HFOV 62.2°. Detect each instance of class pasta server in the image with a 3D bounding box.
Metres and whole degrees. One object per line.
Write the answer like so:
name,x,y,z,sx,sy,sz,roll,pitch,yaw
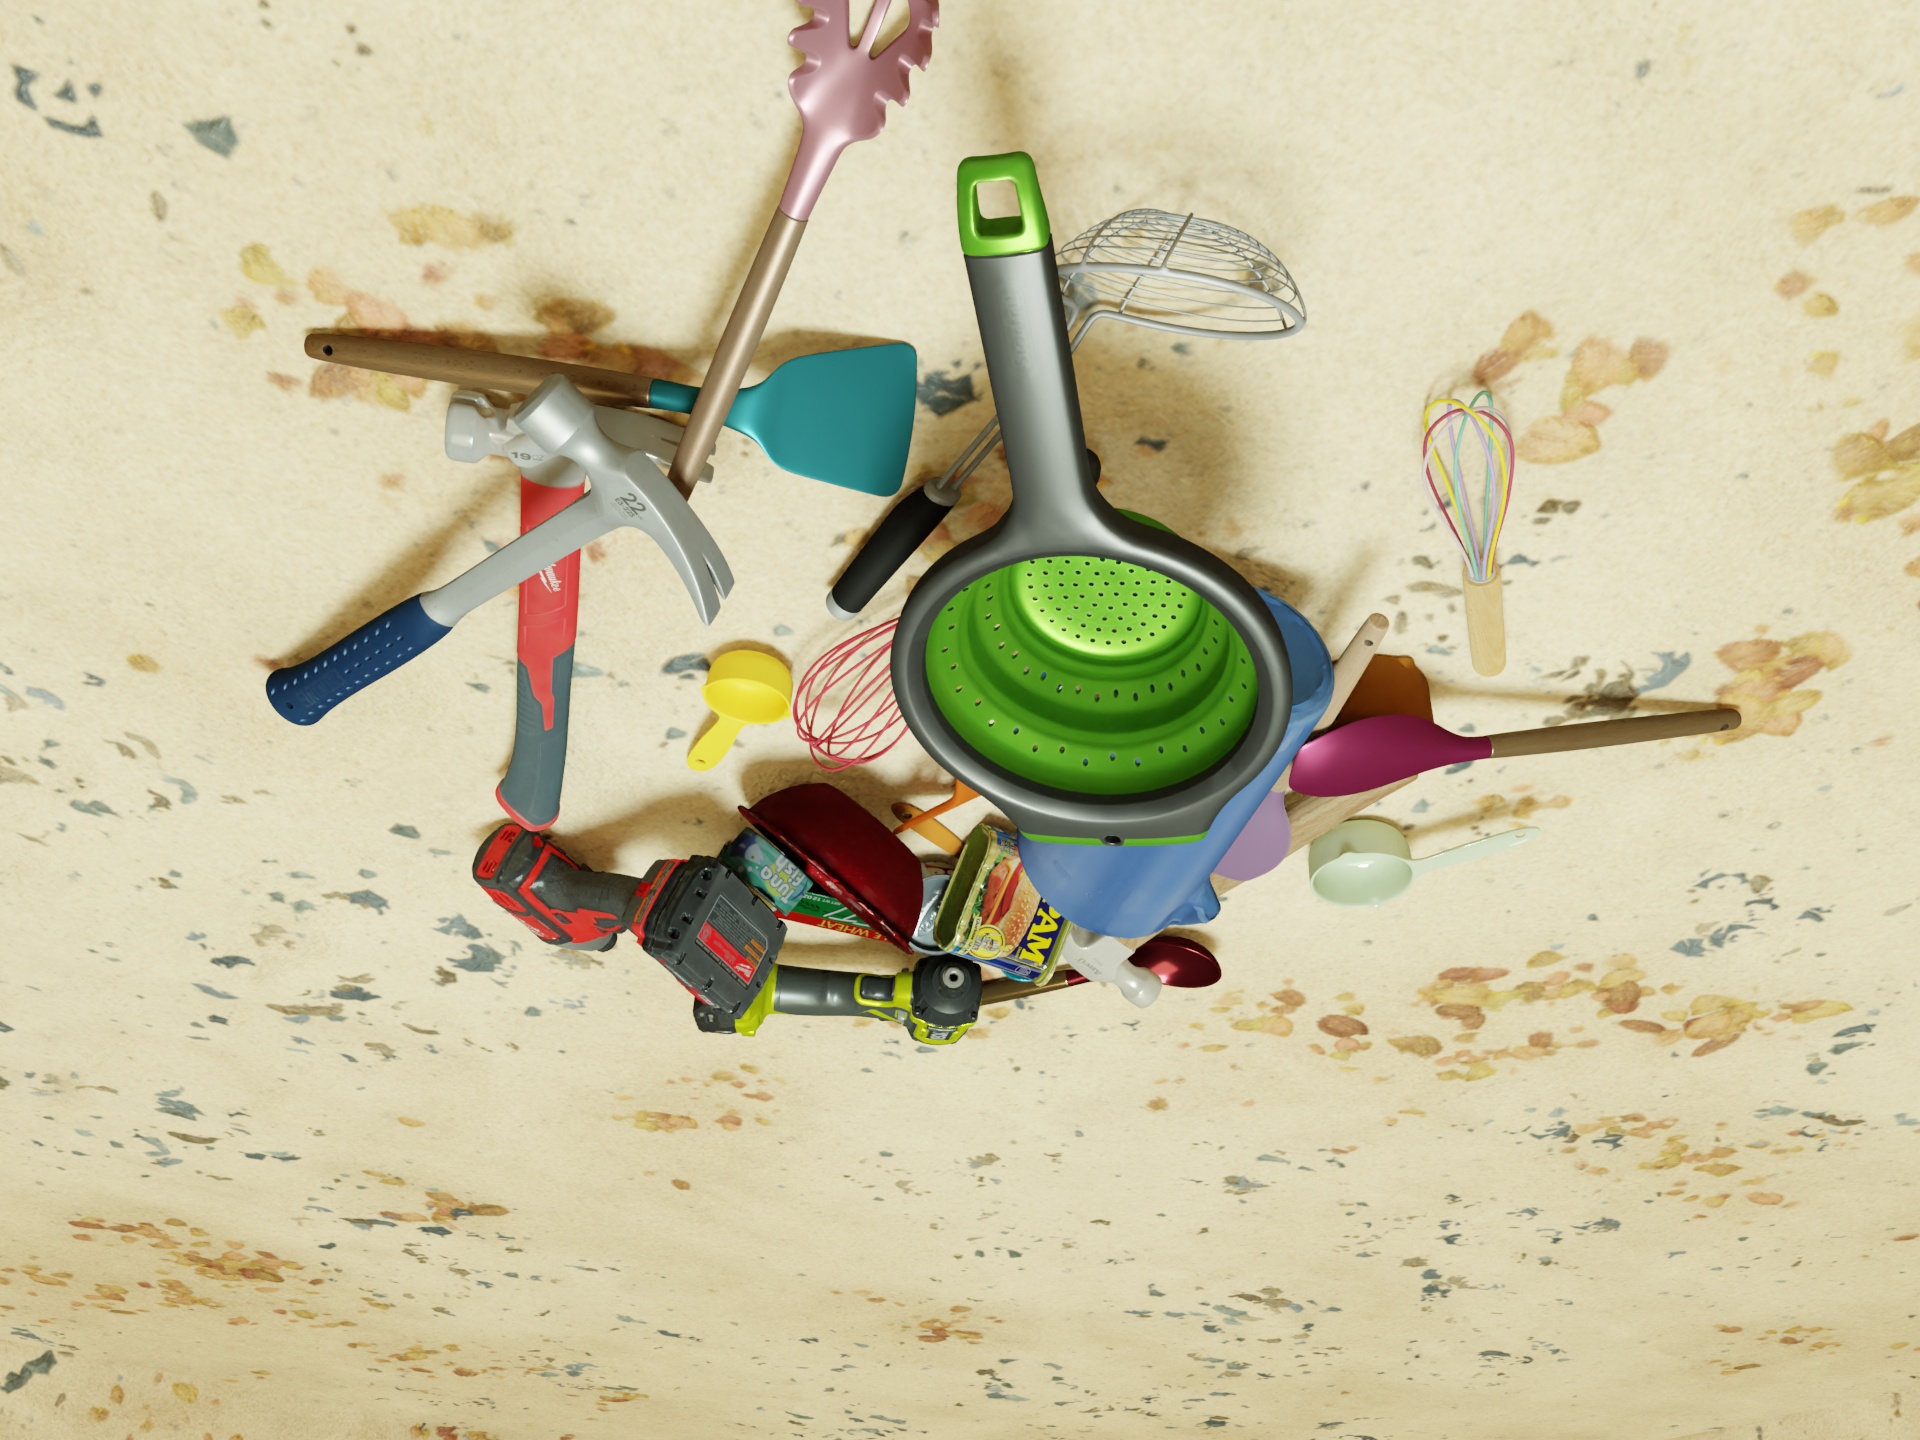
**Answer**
pasta server,-0.090,-0.211,0.741,0.060,0.040,0.316,26,126,-8

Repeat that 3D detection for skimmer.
skimmer,0.028,-0.134,0.834,0.127,0.090,0.363,8,146,-34

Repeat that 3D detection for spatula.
spatula,-0.002,-0.003,0.995,0.081,0.041,0.322,-24,152,-15
spatula,0.214,0.028,1.027,0.060,0.018,0.315,19,146,3
spatula,-0.184,-0.175,0.833,0.317,0.044,0.082,9,112,2

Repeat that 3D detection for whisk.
whisk,0.297,-0.101,0.918,0.047,0.051,0.244,8,151,26
whisk,-0.014,-0.063,0.957,0.073,0.073,0.295,25,131,-27

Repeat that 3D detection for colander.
colander,0.056,-0.102,0.780,0.204,0.095,0.396,-1,134,15

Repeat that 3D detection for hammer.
hammer,-0.291,-0.063,0.917,0.405,0.035,0.144,-20,124,41
hammer,0.196,0.108,1.178,0.130,0.031,0.331,36,129,-19
hammer,-0.245,-0.046,1.001,0.143,0.038,0.386,8,142,-11

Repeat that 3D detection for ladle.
ladle,0.069,0.225,1.350,0.315,0.031,0.069,-15,132,22

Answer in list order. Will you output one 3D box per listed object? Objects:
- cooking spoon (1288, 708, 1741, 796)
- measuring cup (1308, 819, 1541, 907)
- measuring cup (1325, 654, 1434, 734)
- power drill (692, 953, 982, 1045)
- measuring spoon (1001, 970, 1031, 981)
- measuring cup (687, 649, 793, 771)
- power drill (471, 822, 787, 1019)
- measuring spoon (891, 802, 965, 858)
cooking spoon,0.360,0.014,1.019,0.319,0.017,0.068,-6,134,-13
measuring cup,0.335,0.091,1.161,0.167,0.038,0.083,-19,138,21
measuring cup,0.228,-0.009,1.021,0.173,0.052,0.095,19,139,-23
power drill,-0.095,0.212,1.269,0.223,0.080,0.171,5,160,-4
measuring spoon,0.077,0.168,1.290,0.042,0.021,0.128,27,127,-19
measuring cup,-0.156,-0.004,1.070,0.062,0.029,0.156,18,151,-18
power drill,-0.244,0.145,1.170,0.220,0.079,0.143,8,149,34
measuring spoon,-0.013,0.092,1.192,0.021,0.011,0.116,-24,135,29
